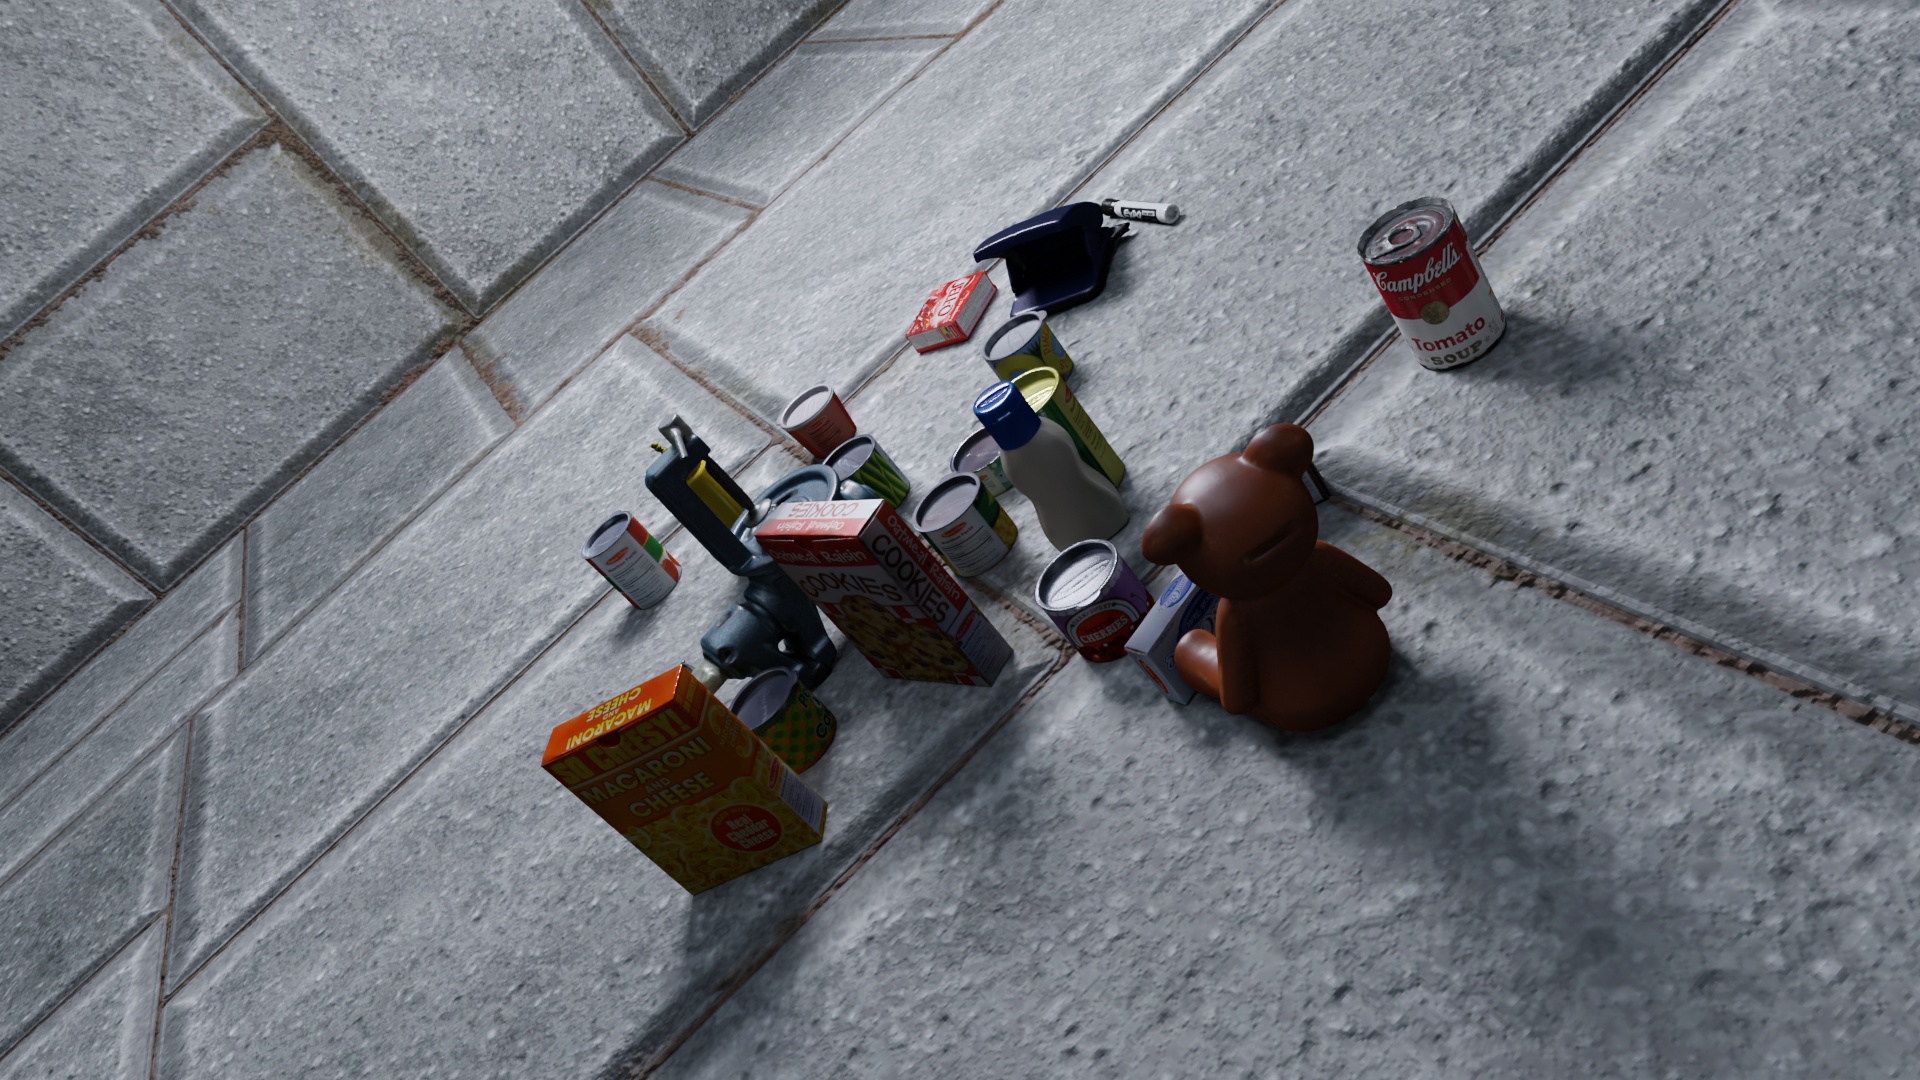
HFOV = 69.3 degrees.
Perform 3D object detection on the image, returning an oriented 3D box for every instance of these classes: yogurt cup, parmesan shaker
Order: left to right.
[{"bbox_3d":[-0.146,-0.122,1.449,0.072,0.053,0.073,-28,32,19],"label":"yogurt cup"},{"bbox_3d":[0.076,-0.076,1.096,0.071,0.103,0.072,-28,32,19],"label":"parmesan shaker"}]

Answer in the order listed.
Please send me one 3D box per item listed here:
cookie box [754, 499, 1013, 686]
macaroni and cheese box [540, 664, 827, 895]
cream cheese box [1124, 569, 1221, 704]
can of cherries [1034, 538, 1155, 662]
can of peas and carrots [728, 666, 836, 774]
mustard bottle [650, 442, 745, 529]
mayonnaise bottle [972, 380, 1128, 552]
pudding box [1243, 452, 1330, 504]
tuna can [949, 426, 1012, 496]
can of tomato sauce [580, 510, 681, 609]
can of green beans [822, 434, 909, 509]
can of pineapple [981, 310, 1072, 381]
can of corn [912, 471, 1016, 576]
[{"bbox_3d":[-0.057,0.040,1.022,0.123,0.167,0.040,-1,47,47],"label":"cookie box"},{"bbox_3d":[-0.195,0.175,0.992,0.123,0.166,0.040,-27,32,21],"label":"macaroni and cheese box"},{"bbox_3d":[0.153,0.049,0.895,0.024,0.053,0.104,10,55,53],"label":"cream cheese box"},{"bbox_3d":[0.094,0.044,0.961,0.071,0.058,0.072,-28,32,19],"label":"can of cherries"},{"bbox_3d":[-0.138,0.140,1.084,0.071,0.058,0.071,-28,32,19],"label":"can of peas and carrots"},{"bbox_3d":[-0.240,-0.038,1.333,0.049,0.160,0.065,-39,30,1],"label":"mustard bottle"},{"bbox_3d":[0.064,-0.055,1.036,0.064,0.147,0.041,-34,30,10],"label":"mayonnaise bottle"},{"bbox_3d":[0.204,-0.035,0.955,0.083,0.049,0.030,-29,32,17],"label":"pudding box"},{"bbox_3d":[0.028,-0.072,1.213,0.071,0.032,0.071,-28,32,19],"label":"tuna can"},{"bbox_3d":[-0.341,0.020,1.441,0.071,0.083,0.071,-28,32,19],"label":"can of tomato sauce"},{"bbox_3d":[-0.090,-0.056,1.296,0.071,0.057,0.071,-28,32,19],"label":"can of green beans"},{"bbox_3d":[0.063,-0.169,1.279,0.071,0.057,0.071,-28,32,19],"label":"can of pineapple"},{"bbox_3d":[0.004,-0.014,1.137,0.071,0.058,0.071,-28,32,19],"label":"can of corn"}]
